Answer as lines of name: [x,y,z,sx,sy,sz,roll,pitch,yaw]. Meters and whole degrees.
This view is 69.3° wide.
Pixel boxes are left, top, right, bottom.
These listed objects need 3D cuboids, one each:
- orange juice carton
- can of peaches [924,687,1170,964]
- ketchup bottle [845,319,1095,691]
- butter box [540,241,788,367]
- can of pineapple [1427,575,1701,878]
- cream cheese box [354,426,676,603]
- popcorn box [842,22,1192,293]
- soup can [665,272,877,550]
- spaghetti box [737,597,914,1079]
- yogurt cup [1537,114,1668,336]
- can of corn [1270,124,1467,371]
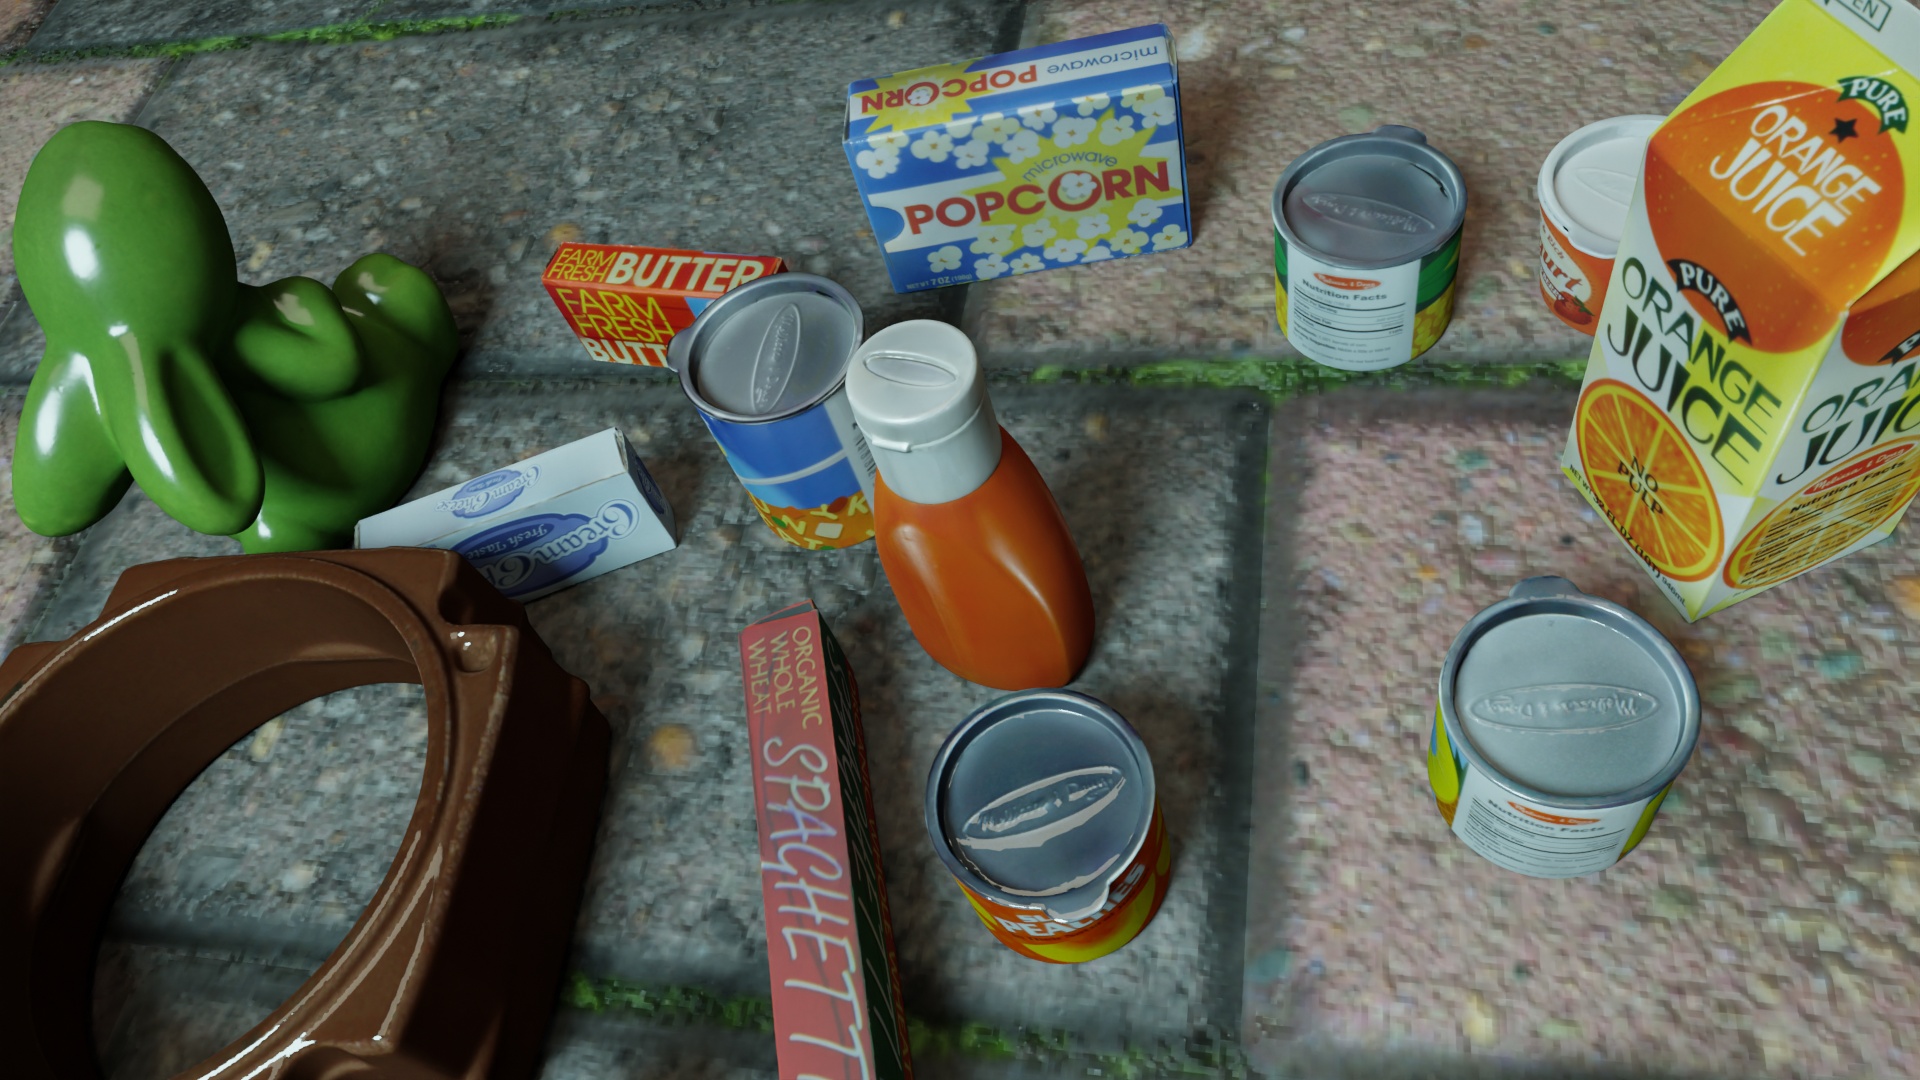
orange juice carton: [0.231,-0.063,0.381,0.073,0.191,0.072,-24,55,-2]
can of peaches: [0.028,0.088,0.413,0.071,0.057,0.071,-6,57,10]
ketchup bottle: [0.002,-0.005,0.425,0.065,0.148,0.044,14,62,21]
butter box: [-0.114,-0.094,0.568,0.103,0.053,0.024,8,60,18]
can of pineapple: [0.171,0.055,0.400,0.071,0.057,0.071,-6,57,10]
cream cheese box: [-0.164,-0.002,0.520,0.104,0.053,0.024,-20,55,0]
popcorn box: [0.026,-0.149,0.551,0.127,0.085,0.038,-8,56,9]
soup can: [-0.058,-0.045,0.505,0.071,0.083,0.072,-6,57,10]
spaghetti box: [-0.034,0.135,0.402,0.029,0.050,0.251,-15,55,4]
yogurt cup: [0.238,-0.108,0.493,0.072,0.053,0.073,-6,57,10]
can of corn: [0.150,-0.107,0.510,0.071,0.058,0.071,-6,57,10]
